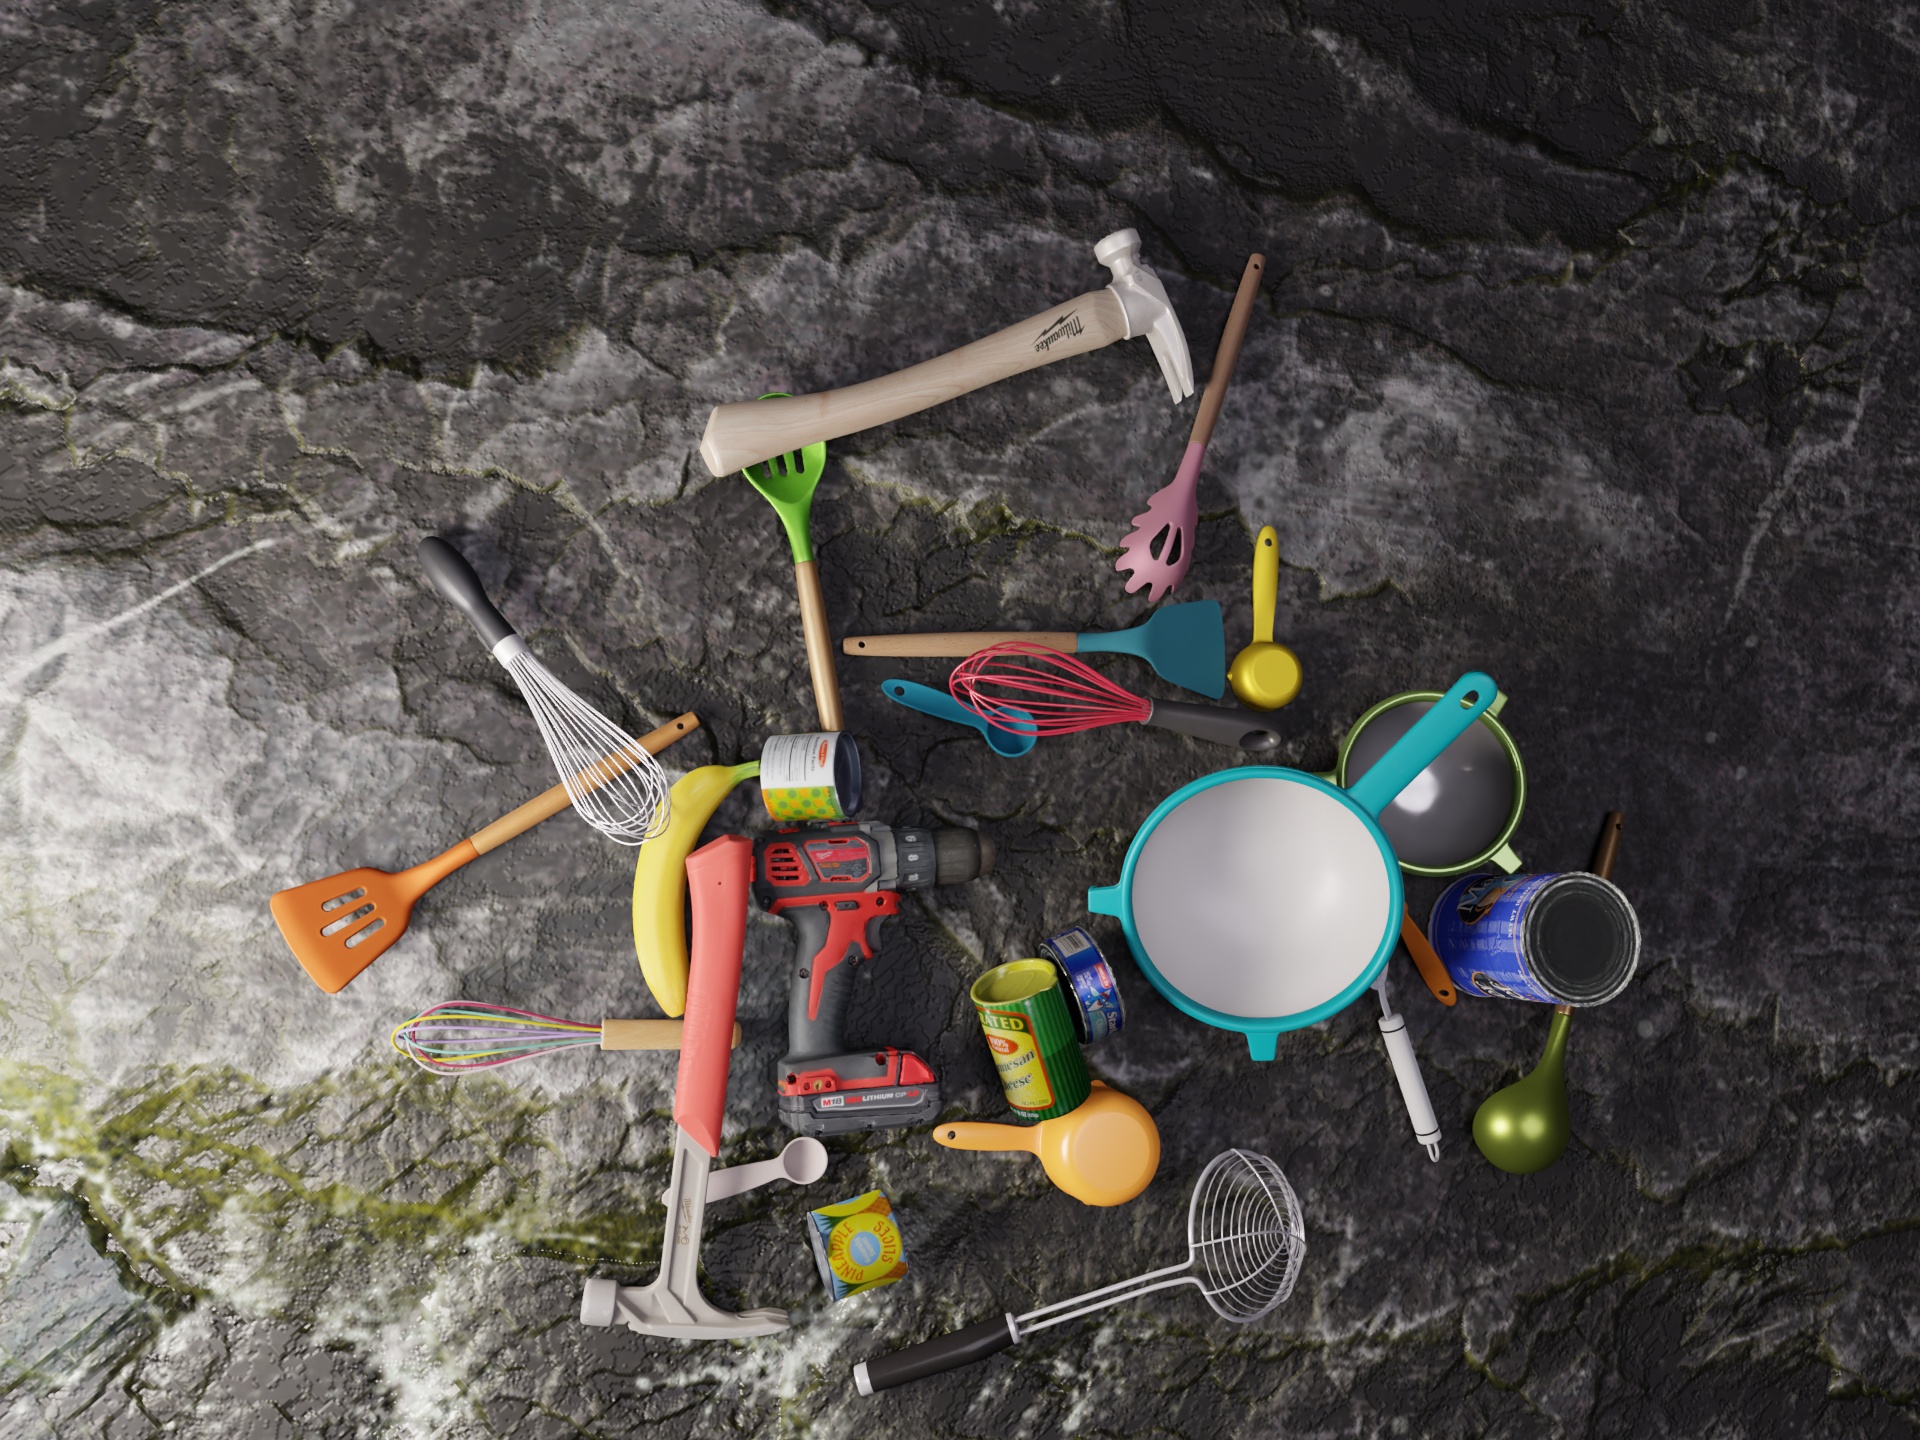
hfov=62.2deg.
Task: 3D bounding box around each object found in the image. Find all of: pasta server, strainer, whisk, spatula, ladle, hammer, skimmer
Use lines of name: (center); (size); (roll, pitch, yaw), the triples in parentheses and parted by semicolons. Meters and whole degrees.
pasta server: (0.201, -0.248, 1.319); (0.060, 0.040, 0.316); (22, 75, -10)
strainer: (0.344, 0.238, 1.287); (0.087, 0.050, 0.258); (-25, 97, -58)
whisk: (-0.305, -0.025, 1.146); (0.070, 0.070, 0.285); (-38, 81, -14)
spatula: (-0.330, 0.079, 1.150); (0.322, 0.041, 0.081); (-32, 91, -15)
ladle: (0.504, 0.223, 1.332); (0.078, 0.062, 0.320); (26, 72, -9)
whisk: (0.128, -0.011, 1.248); (0.295, 0.073, 0.073); (10, 81, -22)
hammer: (-0.176, 0.262, 1.140); (0.149, 0.037, 0.359); (7, 92, -12)
whisk: (-0.282, 0.228, 1.149); (0.245, 0.051, 0.047); (3, 104, -17)
strainer: (0.272, 0.082, 1.219); (0.211, 0.095, 0.340); (42, 103, -3)
hammer: (-0.006, -0.262, 1.247); (0.410, 0.038, 0.146); (-23, 91, -20)
spatula: (0.064, -0.058, 1.267); (0.317, 0.044, 0.082); (-1, 85, -8)
skimmer: (0.095, 0.434, 1.214); (0.363, 0.090, 0.127); (-17, 91, -4)
strainer: (0.324, 0.056, 1.299); (0.256, 0.069, 0.151); (-2, 80, 3)

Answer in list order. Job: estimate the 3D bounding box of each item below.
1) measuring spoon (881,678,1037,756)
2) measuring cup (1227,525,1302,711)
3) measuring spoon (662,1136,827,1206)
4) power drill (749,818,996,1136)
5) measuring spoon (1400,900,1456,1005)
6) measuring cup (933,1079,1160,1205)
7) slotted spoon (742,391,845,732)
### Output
measuring spoon: (-0.002, -0.004, 1.251); (0.128, 0.021, 0.042); (20, 69, -1)
measuring cup: (0.255, -0.086, 1.308); (0.062, 0.029, 0.156); (4, 85, -13)
measuring spoon: (-0.159, 0.336, 1.176); (0.124, 0.018, 0.034); (-14, 89, -7)
power drill: (-0.059, 0.185, 1.185); (0.188, 0.080, 0.227); (-3, 81, -14)
measuring spoon: (0.376, 0.191, 1.297); (0.116, 0.021, 0.011); (57, 36, -18)
measuring cup: (0.068, 0.321, 1.207); (0.173, 0.052, 0.095); (7, 82, -14)
slotted spoon: (-0.118, -0.096, 1.227); (0.070, 0.031, 0.314); (-10, 88, -15)
